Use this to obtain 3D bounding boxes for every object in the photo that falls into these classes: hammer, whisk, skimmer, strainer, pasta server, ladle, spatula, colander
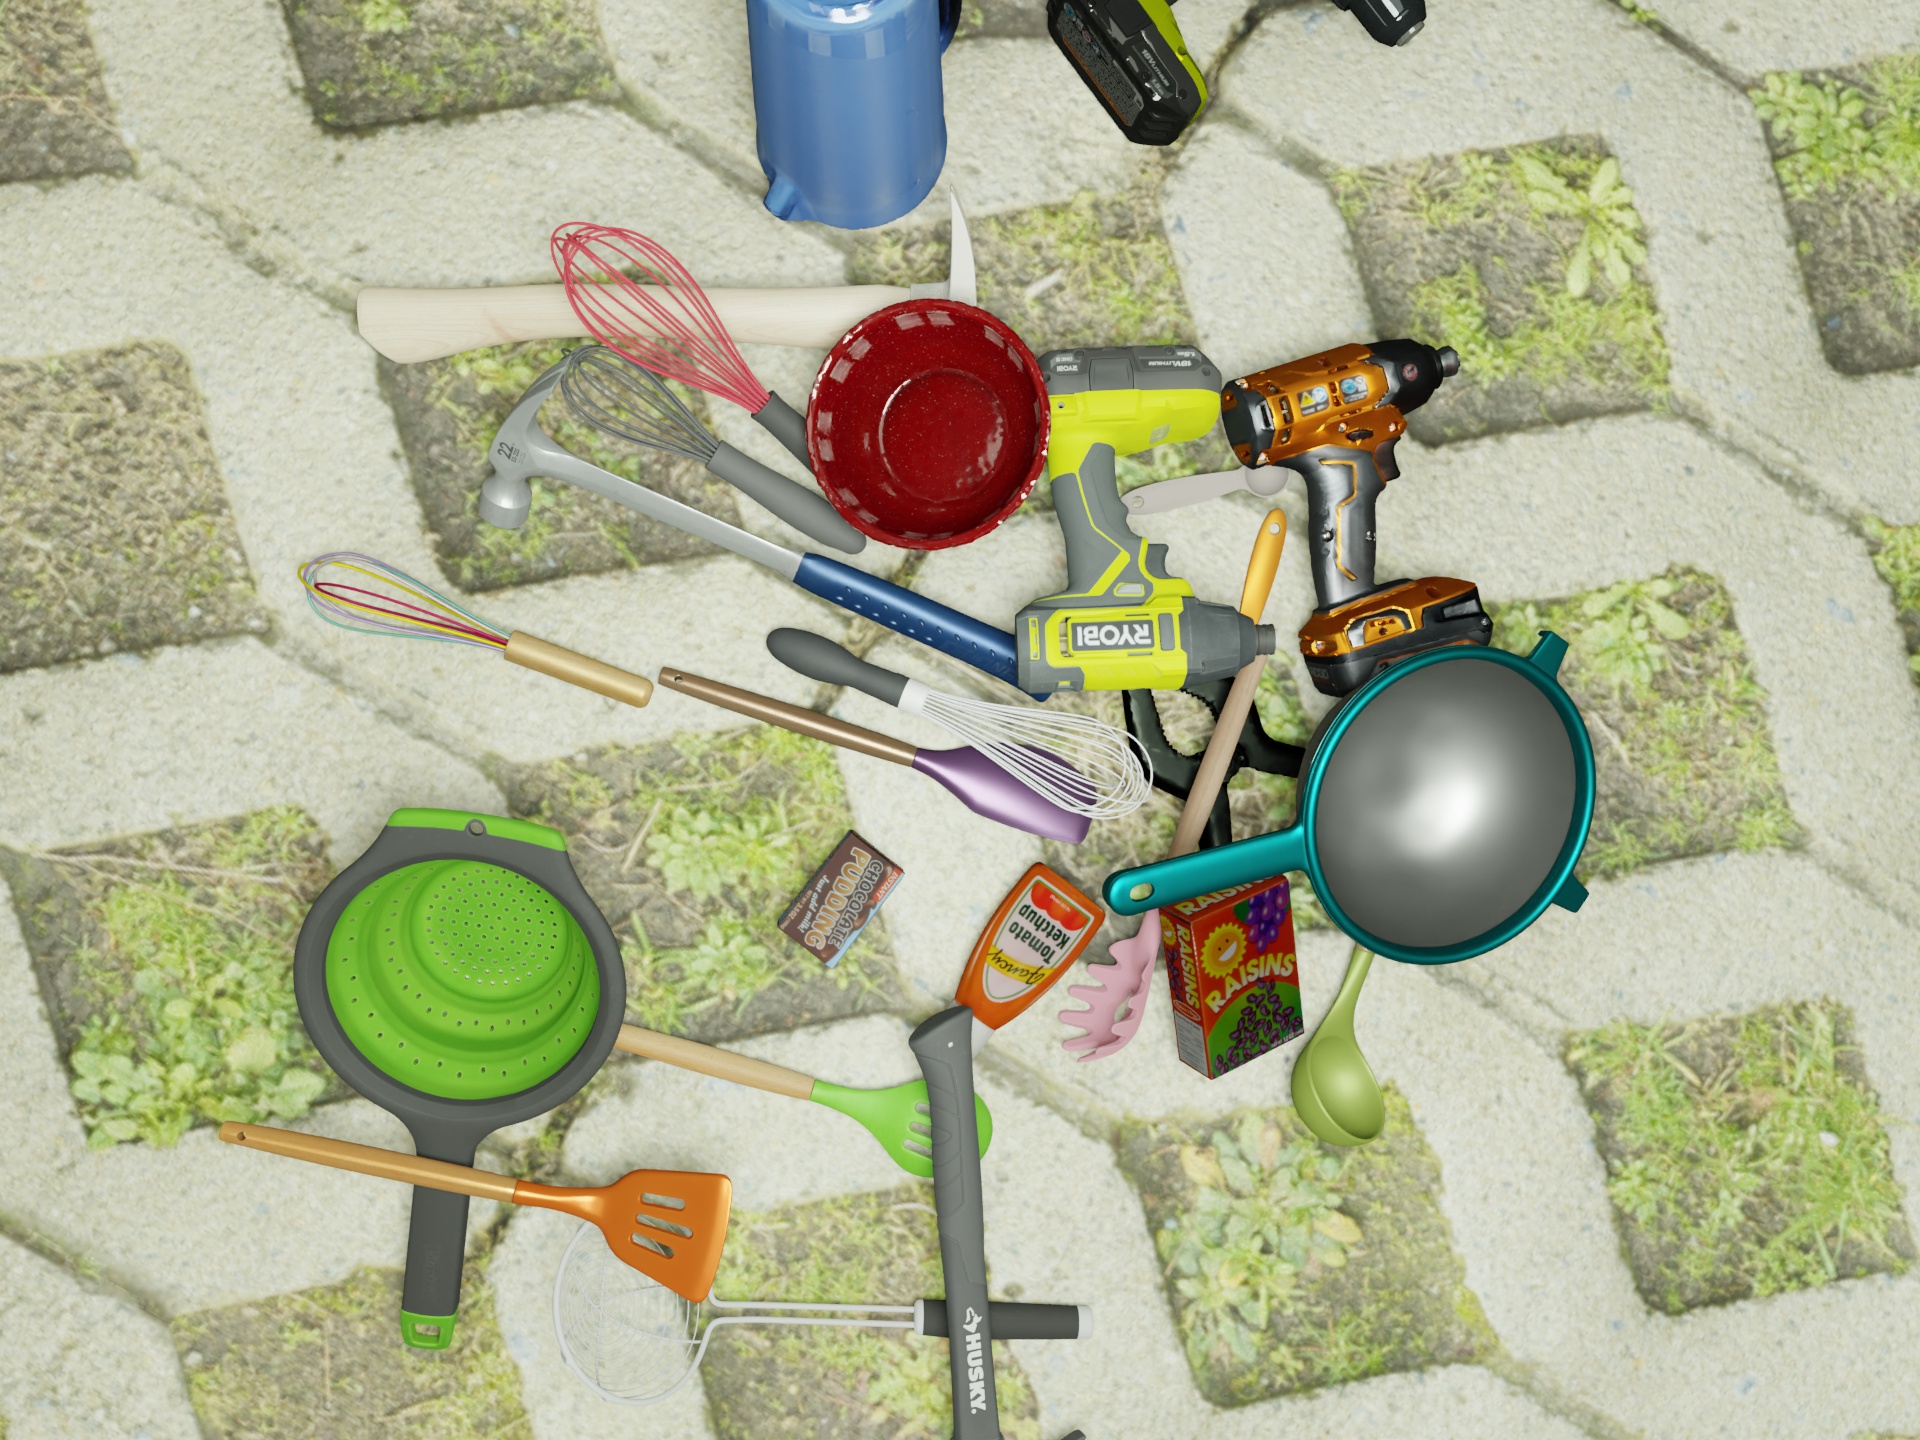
[{"bbox_3d":[-0.117,-0.110,1.062,0.405,0.144,0.035,23,48,-10],"label":"hammer"},{"bbox_3d":[-0.164,-0.178,1.067,0.238,0.055,0.055,31,88,-17],"label":"whisk"},{"bbox_3d":[-0.085,0.393,1.064,0.363,0.090,0.127,4,59,-6],"label":"skimmer"},{"bbox_3d":[-0.194,-0.282,1.063,0.410,0.038,0.146,0,117,-1],"label":"hammer"},{"bbox_3d":[-0.326,-0.056,1.072,0.245,0.047,0.051,21,87,-7],"label":"whisk"},{"bbox_3d":[0.242,0.063,1.041,0.340,0.095,0.211,-14,105,-11],"label":"strainer"},{"bbox_3d":[-0.145,-0.221,1.045,0.295,0.073,0.073,39,87,-24],"label":"whisk"},{"bbox_3d":[-0.001,-0.004,1.087,0.284,0.070,0.070,23,88,4],"label":"whisk"},{"bbox_3d":[0.144,0.088,1.081,0.040,0.060,0.316,15,100,-30],"label":"pasta server"},{"bbox_3d":[0.300,0.139,1.112,0.078,0.062,0.320,21,84,-34],"label":"ladle"},{"bbox_3d":[0.007,0.358,1.056,0.146,0.035,0.335,-4,90,-17],"label":"hammer"},{"bbox_3d":[-0.307,0.294,1.007,0.322,0.041,0.081,14,83,-6],"label":"spatula"},{"bbox_3d":[-0.329,0.230,1.057,0.204,0.094,0.397,9,107,-6],"label":"colander"},{"bbox_3d":[-0.056,0.015,1.103,0.316,0.018,0.060,17,78,-5],"label":"spatula"}]

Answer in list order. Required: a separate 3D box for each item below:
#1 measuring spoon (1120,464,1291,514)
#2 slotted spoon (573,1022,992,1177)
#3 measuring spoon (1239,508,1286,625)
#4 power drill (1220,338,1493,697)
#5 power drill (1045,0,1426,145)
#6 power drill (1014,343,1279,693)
[{"bbox_3d":[0.171,-0.165,1.125,0.124,0.018,0.034,-12,100,2],"label":"measuring spoon"},{"bbox_3d":[-0.128,0.249,1.094,0.313,0.031,0.070,17,89,-3],"label":"slotted spoon"},{"bbox_3d":[0.211,-0.094,1.127,0.021,0.011,0.117,16,89,-4],"label":"measuring spoon"},{"bbox_3d":[0.286,-0.145,1.088,0.164,0.084,0.226,-19,97,-5],"label":"power drill"},{"bbox_3d":[0.193,-0.503,1.096,0.228,0.080,0.190,-38,92,-6],"label":"power drill"},{"bbox_3d":[0.118,-0.130,1.060,0.171,0.080,0.223,-2,77,0],"label":"power drill"}]
